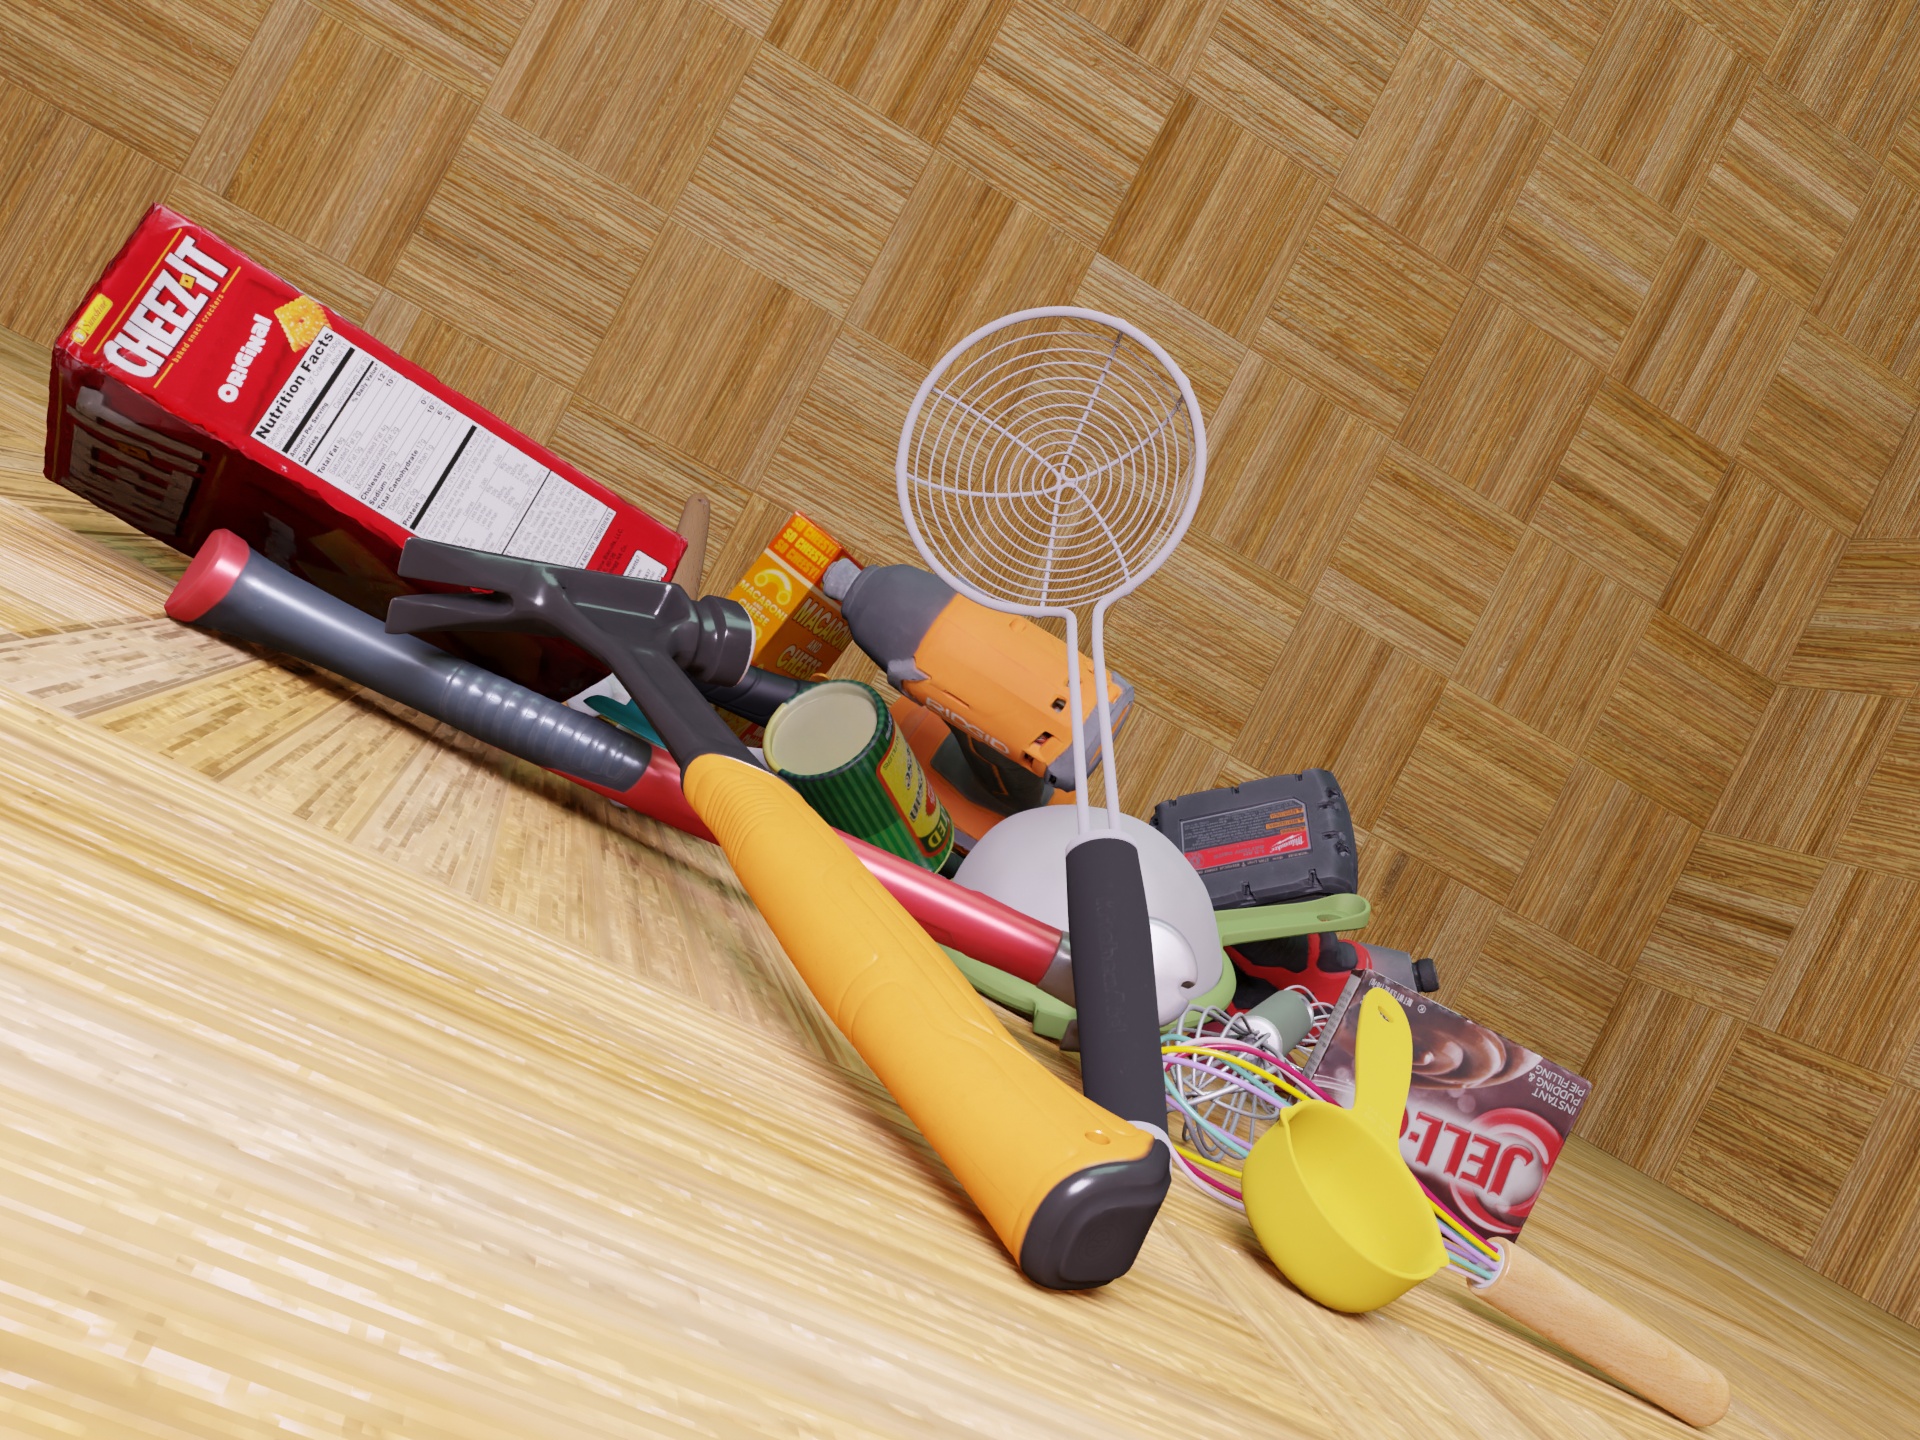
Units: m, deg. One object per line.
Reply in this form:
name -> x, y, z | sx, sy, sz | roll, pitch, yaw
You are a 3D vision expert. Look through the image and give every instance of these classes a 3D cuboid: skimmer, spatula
skimmer -> 0.036, -0.018, 0.547 | 0.364, 0.127, 0.090 | -90, 162, -49
spatula -> -0.131, -0.051, 0.760 | 0.082, 0.044, 0.318 | 29, 24, -20

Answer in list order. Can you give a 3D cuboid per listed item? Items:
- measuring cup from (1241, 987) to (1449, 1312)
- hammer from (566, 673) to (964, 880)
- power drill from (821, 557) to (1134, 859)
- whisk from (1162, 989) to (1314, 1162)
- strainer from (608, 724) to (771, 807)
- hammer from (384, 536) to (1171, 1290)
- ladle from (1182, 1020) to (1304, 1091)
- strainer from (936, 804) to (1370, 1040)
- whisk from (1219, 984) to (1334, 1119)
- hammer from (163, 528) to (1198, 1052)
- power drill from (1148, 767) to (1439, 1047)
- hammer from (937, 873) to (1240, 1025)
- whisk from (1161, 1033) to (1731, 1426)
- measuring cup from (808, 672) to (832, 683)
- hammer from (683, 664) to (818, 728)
measuring cup -> 0.120, 0.125, 0.493 | 0.062, 0.029, 0.156 | 42, 24, 4
hammer -> -0.115, 0.049, 1.093 | 0.331, 0.033, 0.128 | 28, 0, -11
power drill -> -0.001, -0.003, 0.852 | 0.164, 0.084, 0.226 | 33, -19, 8
whisk -> 0.120, 0.137, 0.663 | 0.246, 0.059, 0.058 | 9, 61, -70
strainer -> -0.124, 0.019, 0.809 | 0.087, 0.050, 0.258 | 6, -2, 9
hammer -> -0.058, 0.030, 0.438 | 0.127, 0.034, 0.337 | 8, 21, -36
ladle -> 0.227, 0.229, 0.988 | 0.069, 0.031, 0.315 | 27, -3, 40
strainer -> 0.107, 0.080, 0.769 | 0.256, 0.069, 0.152 | -1, 22, -30
whisk -> 0.228, 0.213, 0.879 | 0.070, 0.070, 0.284 | 26, -6, 45
hammer -> -0.106, 0.029, 0.592 | 0.386, 0.038, 0.143 | 24, -17, 1
power drill -> 0.201, 0.127, 0.953 | 0.143, 0.079, 0.219 | -13, -41, 17
hammer -> 0.055, 0.134, 1.005 | 0.408, 0.036, 0.149 | 29, -1, -32
whisk -> 0.157, 0.173, 0.535 | 0.245, 0.047, 0.051 | 32, 10, -9
measuring cup -> -0.074, 0.009, 0.983 | 0.095, 0.052, 0.173 | 7, -37, 7
hammer -> -0.222, -0.064, 0.826 | 0.334, 0.035, 0.146 | 26, -33, -17
